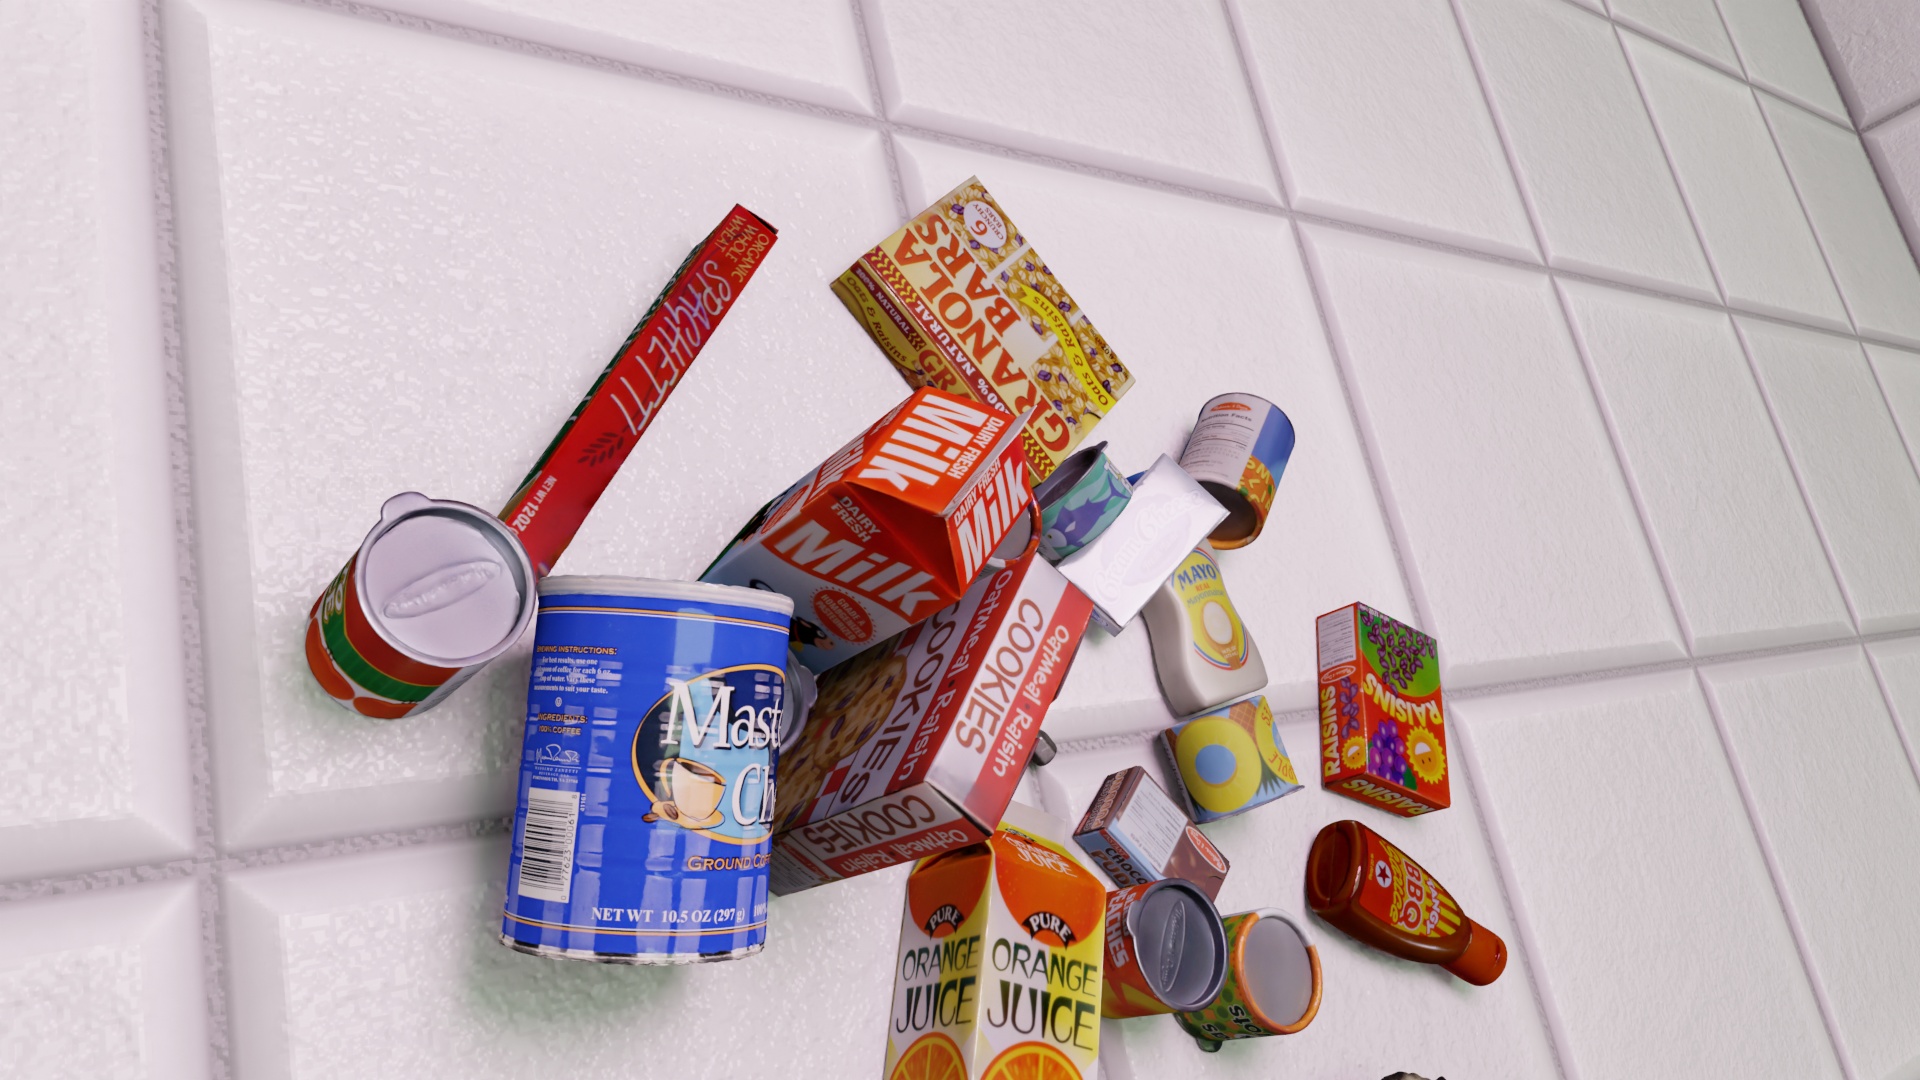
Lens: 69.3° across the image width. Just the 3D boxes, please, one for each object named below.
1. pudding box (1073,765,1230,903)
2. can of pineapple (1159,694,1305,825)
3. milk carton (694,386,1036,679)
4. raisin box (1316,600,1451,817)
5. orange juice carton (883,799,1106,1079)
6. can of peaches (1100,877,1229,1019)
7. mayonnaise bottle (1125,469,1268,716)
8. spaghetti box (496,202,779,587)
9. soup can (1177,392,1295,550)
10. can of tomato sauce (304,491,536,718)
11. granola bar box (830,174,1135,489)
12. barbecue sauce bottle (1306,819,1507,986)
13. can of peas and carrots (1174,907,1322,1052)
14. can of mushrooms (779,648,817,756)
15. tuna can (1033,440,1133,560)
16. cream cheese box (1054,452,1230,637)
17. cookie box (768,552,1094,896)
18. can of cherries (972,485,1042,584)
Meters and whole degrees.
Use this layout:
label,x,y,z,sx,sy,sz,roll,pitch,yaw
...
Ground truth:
label,x,y,z,sx,sy,sz,roll,pitch,yaw
pudding box,0.107,0.172,0.770,0.083,0.030,0.050,47,48,-11
can of pineapple,0.157,0.126,0.805,0.071,0.070,0.058,-12,78,-41
milk carton,-0.038,-0.004,0.628,0.073,0.190,0.073,46,49,-12
raisin box,0.282,0.114,0.930,0.086,0.040,0.124,24,55,-29
orange juice carton,0.017,0.214,0.651,0.072,0.072,0.193,24,56,-28
can of peaches,0.094,0.212,0.723,0.071,0.058,0.071,16,61,-32
mayonnaise bottle,0.134,0.029,0.850,0.065,0.041,0.148,-13,78,-33
spaghetti box,-0.157,-0.070,0.660,0.028,0.050,0.251,39,50,-19
soup can,0.175,-0.043,0.901,0.071,0.071,0.084,42,51,-16
can of tomato sauce,-0.215,0.028,0.546,0.071,0.082,0.071,17,60,-32
granola bar box,0.018,-0.123,0.831,0.165,0.039,0.125,50,48,-8
barbecue sauce bottle,0.282,0.234,0.871,0.148,0.043,0.065,34,52,-22
can of peas and carrots,0.154,0.239,0.757,0.071,0.058,0.071,17,60,-32
can of mushrooms,-0.105,0.075,0.646,0.071,0.033,0.071,17,60,-31
tuna can,0.067,-0.023,0.802,0.033,0.071,0.071,49,48,-12
cream cheese box,0.105,0.003,0.816,0.053,0.024,0.104,42,73,8
cookie box,-0.025,0.085,0.613,0.040,0.167,0.123,42,50,-17
can of cherries,0.003,-0.009,0.753,0.071,0.058,0.072,16,61,-32
